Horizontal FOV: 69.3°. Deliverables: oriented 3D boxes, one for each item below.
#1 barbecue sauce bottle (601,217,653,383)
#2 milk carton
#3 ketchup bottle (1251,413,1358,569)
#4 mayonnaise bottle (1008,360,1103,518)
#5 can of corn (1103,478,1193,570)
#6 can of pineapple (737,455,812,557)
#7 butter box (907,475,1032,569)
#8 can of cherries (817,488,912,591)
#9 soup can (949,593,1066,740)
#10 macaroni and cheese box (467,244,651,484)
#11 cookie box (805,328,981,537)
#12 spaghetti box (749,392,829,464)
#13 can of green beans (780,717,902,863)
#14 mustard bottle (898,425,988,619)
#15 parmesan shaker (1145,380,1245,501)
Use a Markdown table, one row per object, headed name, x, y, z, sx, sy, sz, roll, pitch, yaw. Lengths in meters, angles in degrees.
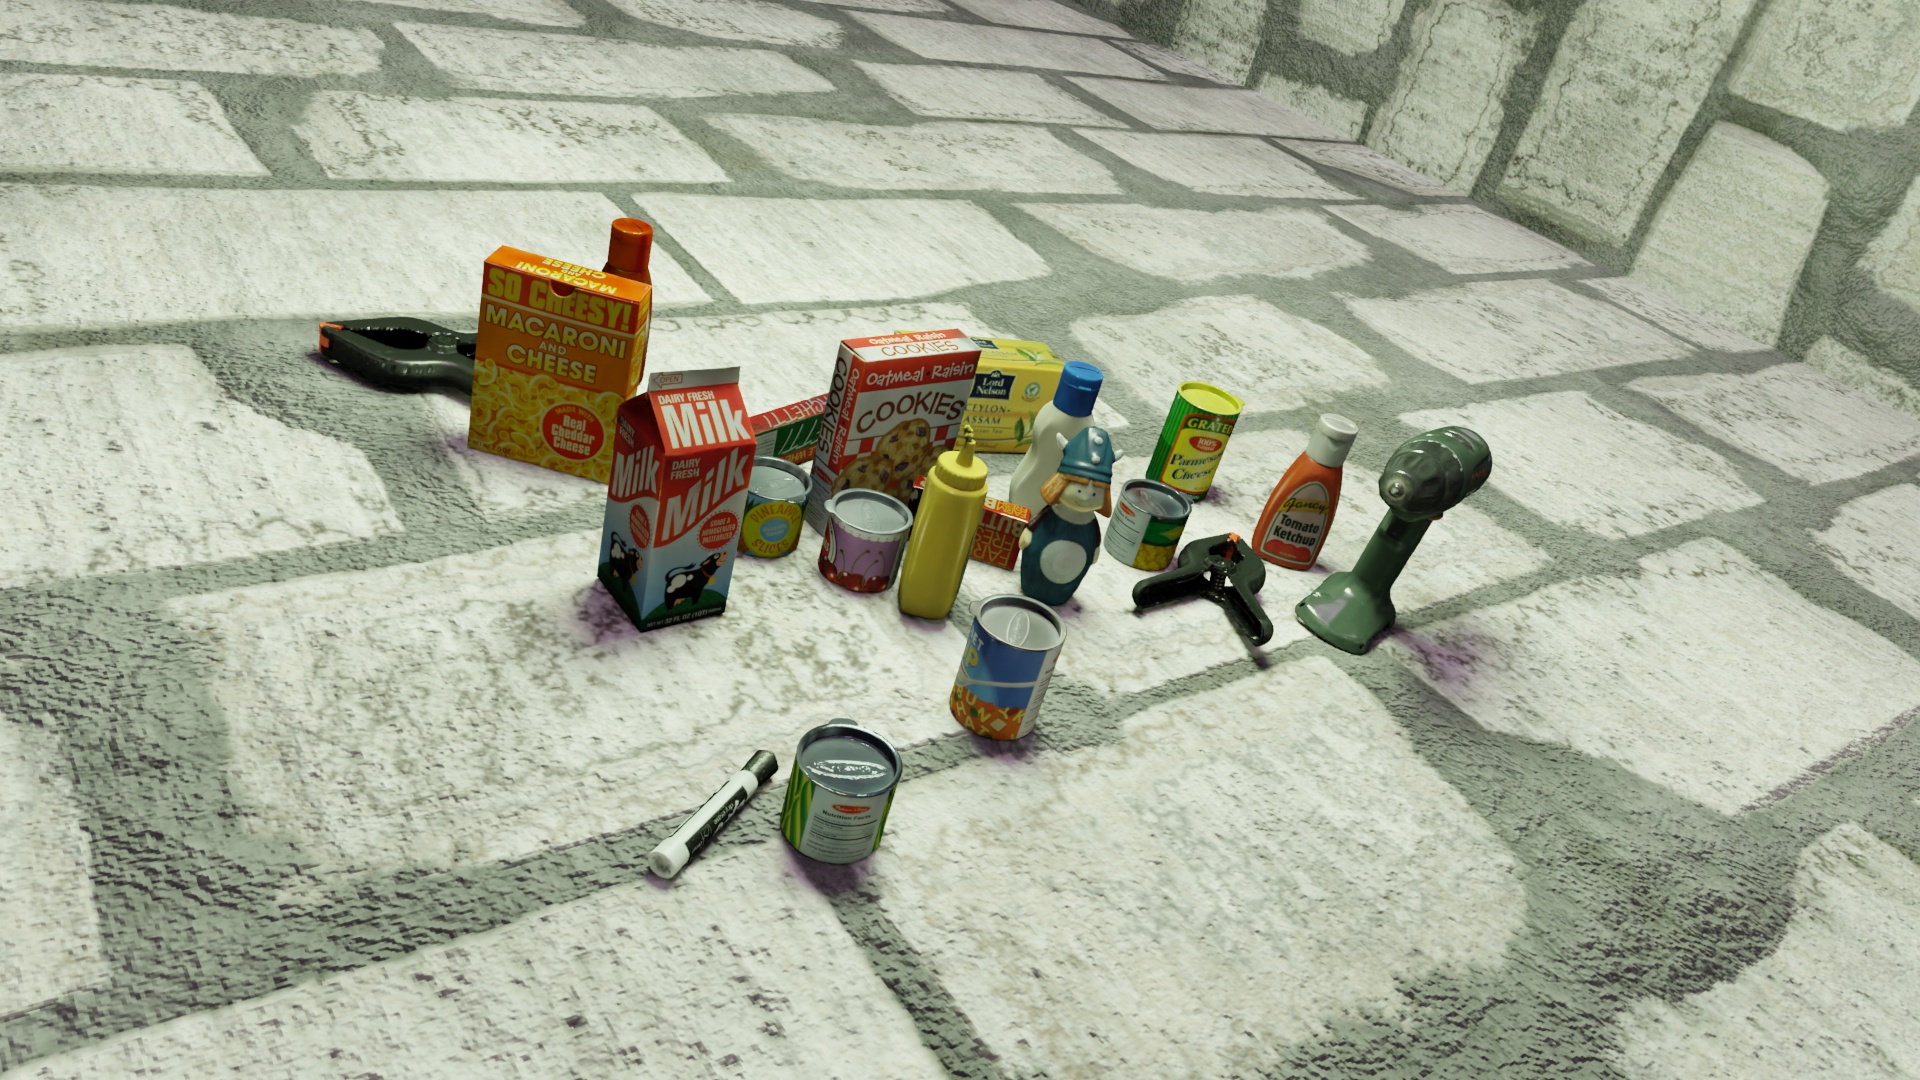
| name | x | y | z | sx | sy | sz | roll | pitch | yaw |
| --- | --- | --- | --- | --- | --- | --- | --- | --- | --- |
| barbecue sauce bottle | -0.307 | -0.218 | 1.264 | 0.065 | 0.147 | 0.044 | 37 | 36 | 31 |
| milk carton | -0.200 | -0.037 | 0.979 | 0.072 | 0.189 | 0.073 | -11 | 40 | -39 |
| ketchup bottle | 0.324 | -0.046 | 1.290 | 0.065 | 0.148 | 0.044 | 17 | 30 | 0 |
| mayonnaise bottle | 0.090 | -0.088 | 1.245 | 0.065 | 0.147 | 0.041 | 10 | 31 | -12 |
| can of corn | 0.170 | -0.014 | 1.252 | 0.071 | 0.058 | 0.071 | 12 | 31 | -7 |
| can of pineapple | -0.156 | -0.026 | 1.113 | 0.071 | 0.057 | 0.071 | 12 | 31 | -7 |
| butter box | 0.004 | -0.015 | 1.178 | 0.103 | 0.052 | 0.024 | 17 | 30 | 0 |
| can of cherries | -0.079 | -0.001 | 1.109 | 0.071 | 0.058 | 0.072 | 12 | 31 | -7 |
| soup can | 0.030 | 0.089 | 0.991 | 0.071 | 0.083 | 0.072 | 12 | 31 | -7 |
| macaroni and cheese box | -0.321 | -0.137 | 1.108 | 0.124 | 0.165 | 0.040 | 15 | 30 | -3 |
| cookie box | -0.059 | -0.091 | 1.160 | 0.123 | 0.166 | 0.040 | -13 | 41 | -40 |
| spaghetti box | -0.156 | -0.091 | 1.227 | 0.029 | 0.050 | 0.251 | 32 | 34 | 25 |
| can of green beans | -0.074 | 0.156 | 0.857 | 0.071 | 0.057 | 0.071 | 12 | 31 | -7 |
| mustard bottle | -0.010 | -0.016 | 1.068 | 0.049 | 0.159 | 0.065 | 14 | 30 | -5 |
| parmesan shaker | 0.232 | -0.097 | 1.373 | 0.071 | 0.102 | 0.071 | 12 | 31 | -7 |
